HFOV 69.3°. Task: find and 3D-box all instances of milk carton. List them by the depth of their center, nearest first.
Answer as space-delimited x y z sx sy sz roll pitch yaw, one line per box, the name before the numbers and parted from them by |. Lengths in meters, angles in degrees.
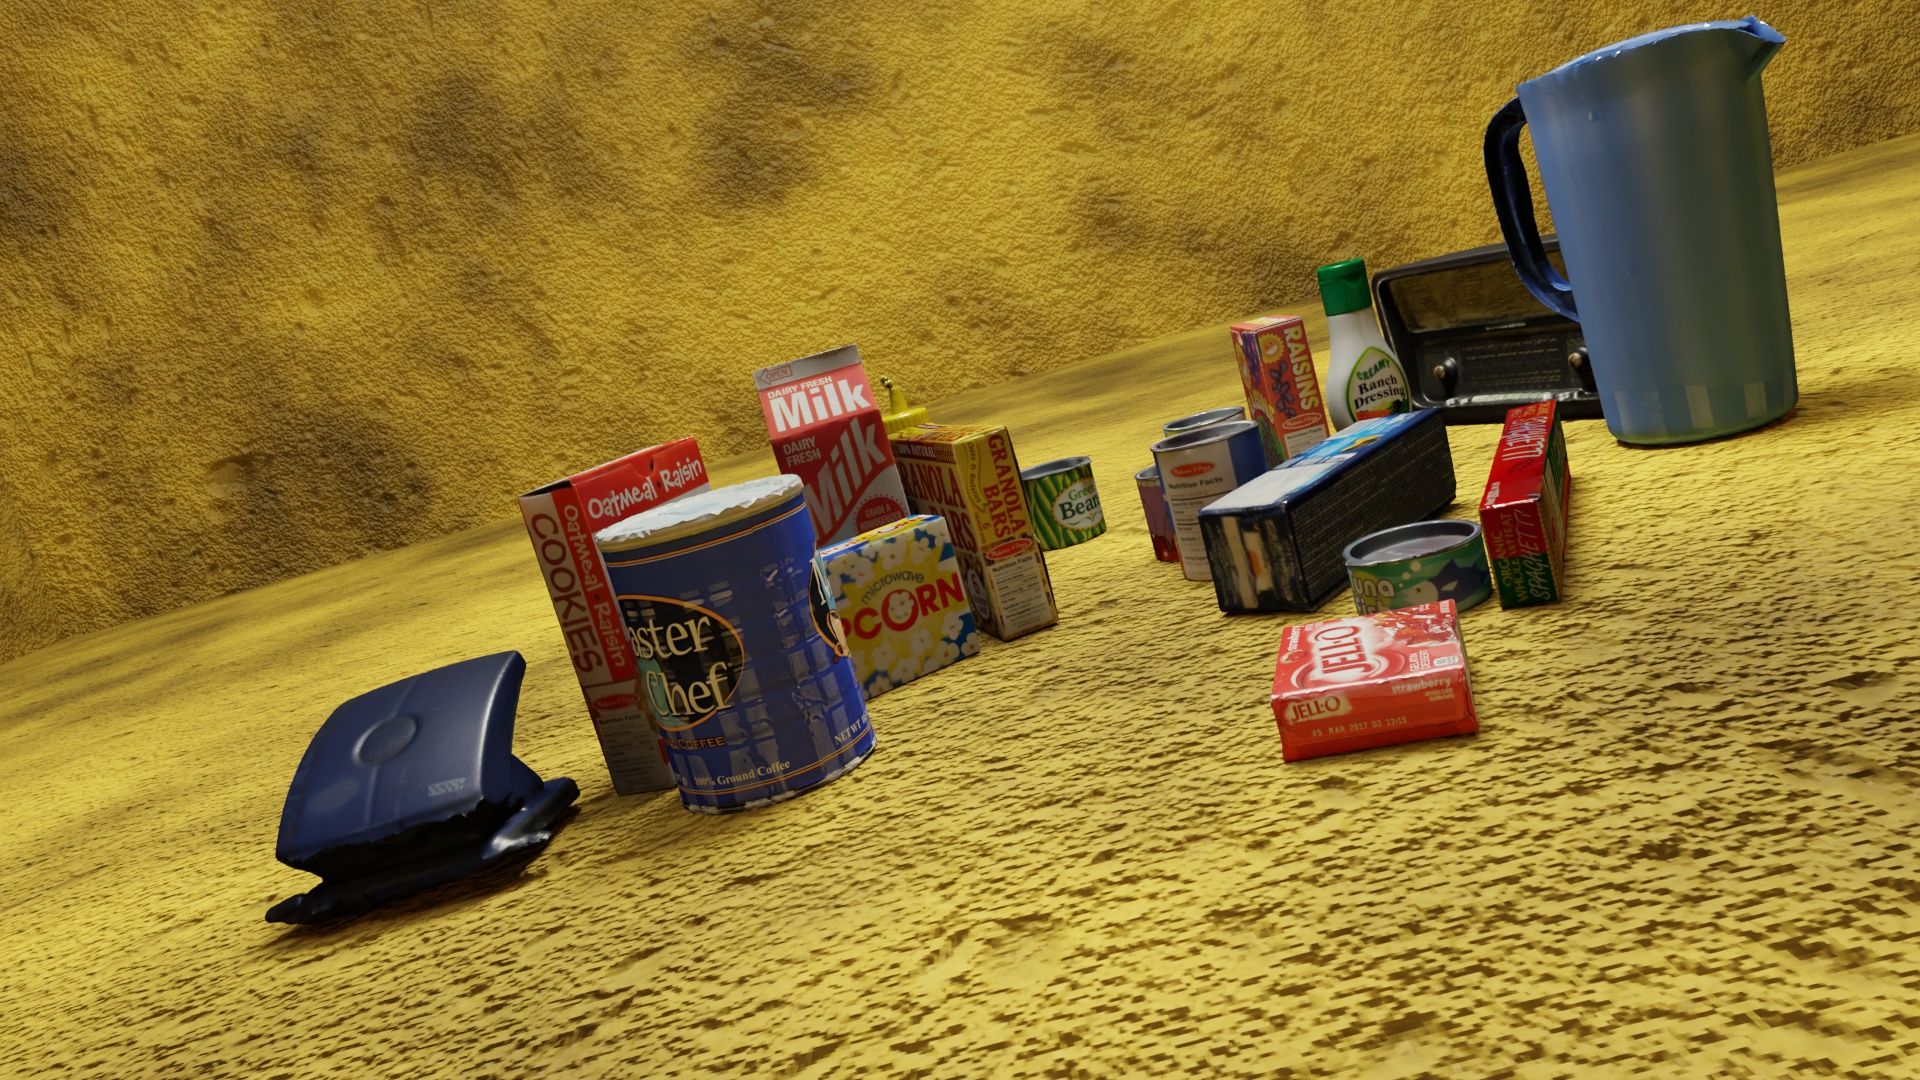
milk carton | -0.074 -0.027 0.903 0.072 0.190 0.073 -16 10 -5

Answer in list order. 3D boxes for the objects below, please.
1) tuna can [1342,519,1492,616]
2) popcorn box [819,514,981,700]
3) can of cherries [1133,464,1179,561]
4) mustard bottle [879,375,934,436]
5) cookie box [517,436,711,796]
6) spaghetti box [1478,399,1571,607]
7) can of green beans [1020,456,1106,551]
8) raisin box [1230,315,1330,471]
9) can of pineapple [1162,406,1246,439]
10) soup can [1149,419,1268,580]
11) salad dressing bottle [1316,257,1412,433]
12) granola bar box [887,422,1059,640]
tuna can | 0.221 0.015 0.677 0.071 0.032 0.071 -15 10 3
popcorn box | -0.058 0.044 0.793 0.127 0.085 0.038 -21 11 -28
can of cherries | 0.154 -0.023 0.914 0.071 0.058 0.071 -15 10 3
mustard bottle | -0.030 -0.046 1.026 0.049 0.160 0.065 -18 10 -12
cookie box | -0.165 0.036 0.762 0.040 0.167 0.123 -12 10 22
spaghetti box | 0.302 -0.027 0.735 0.028 0.050 0.251 -11 11 27
can of green beans | 0.074 -0.028 1.065 0.071 0.057 0.071 -15 10 3
raisin box | 0.242 -0.106 1.047 0.040 0.123 0.086 -15 10 2
can of pineapple | 0.200 -0.071 1.109 0.071 0.057 0.071 -15 10 3
soup can | 0.159 -0.026 0.848 0.071 0.083 0.071 -15 10 3
salad dressing bottle | 0.310 -0.144 1.081 0.064 0.147 0.044 -17 10 -10
granola bar box | 0.003 -0.011 0.889 0.039 0.124 0.165 -18 10 -15
